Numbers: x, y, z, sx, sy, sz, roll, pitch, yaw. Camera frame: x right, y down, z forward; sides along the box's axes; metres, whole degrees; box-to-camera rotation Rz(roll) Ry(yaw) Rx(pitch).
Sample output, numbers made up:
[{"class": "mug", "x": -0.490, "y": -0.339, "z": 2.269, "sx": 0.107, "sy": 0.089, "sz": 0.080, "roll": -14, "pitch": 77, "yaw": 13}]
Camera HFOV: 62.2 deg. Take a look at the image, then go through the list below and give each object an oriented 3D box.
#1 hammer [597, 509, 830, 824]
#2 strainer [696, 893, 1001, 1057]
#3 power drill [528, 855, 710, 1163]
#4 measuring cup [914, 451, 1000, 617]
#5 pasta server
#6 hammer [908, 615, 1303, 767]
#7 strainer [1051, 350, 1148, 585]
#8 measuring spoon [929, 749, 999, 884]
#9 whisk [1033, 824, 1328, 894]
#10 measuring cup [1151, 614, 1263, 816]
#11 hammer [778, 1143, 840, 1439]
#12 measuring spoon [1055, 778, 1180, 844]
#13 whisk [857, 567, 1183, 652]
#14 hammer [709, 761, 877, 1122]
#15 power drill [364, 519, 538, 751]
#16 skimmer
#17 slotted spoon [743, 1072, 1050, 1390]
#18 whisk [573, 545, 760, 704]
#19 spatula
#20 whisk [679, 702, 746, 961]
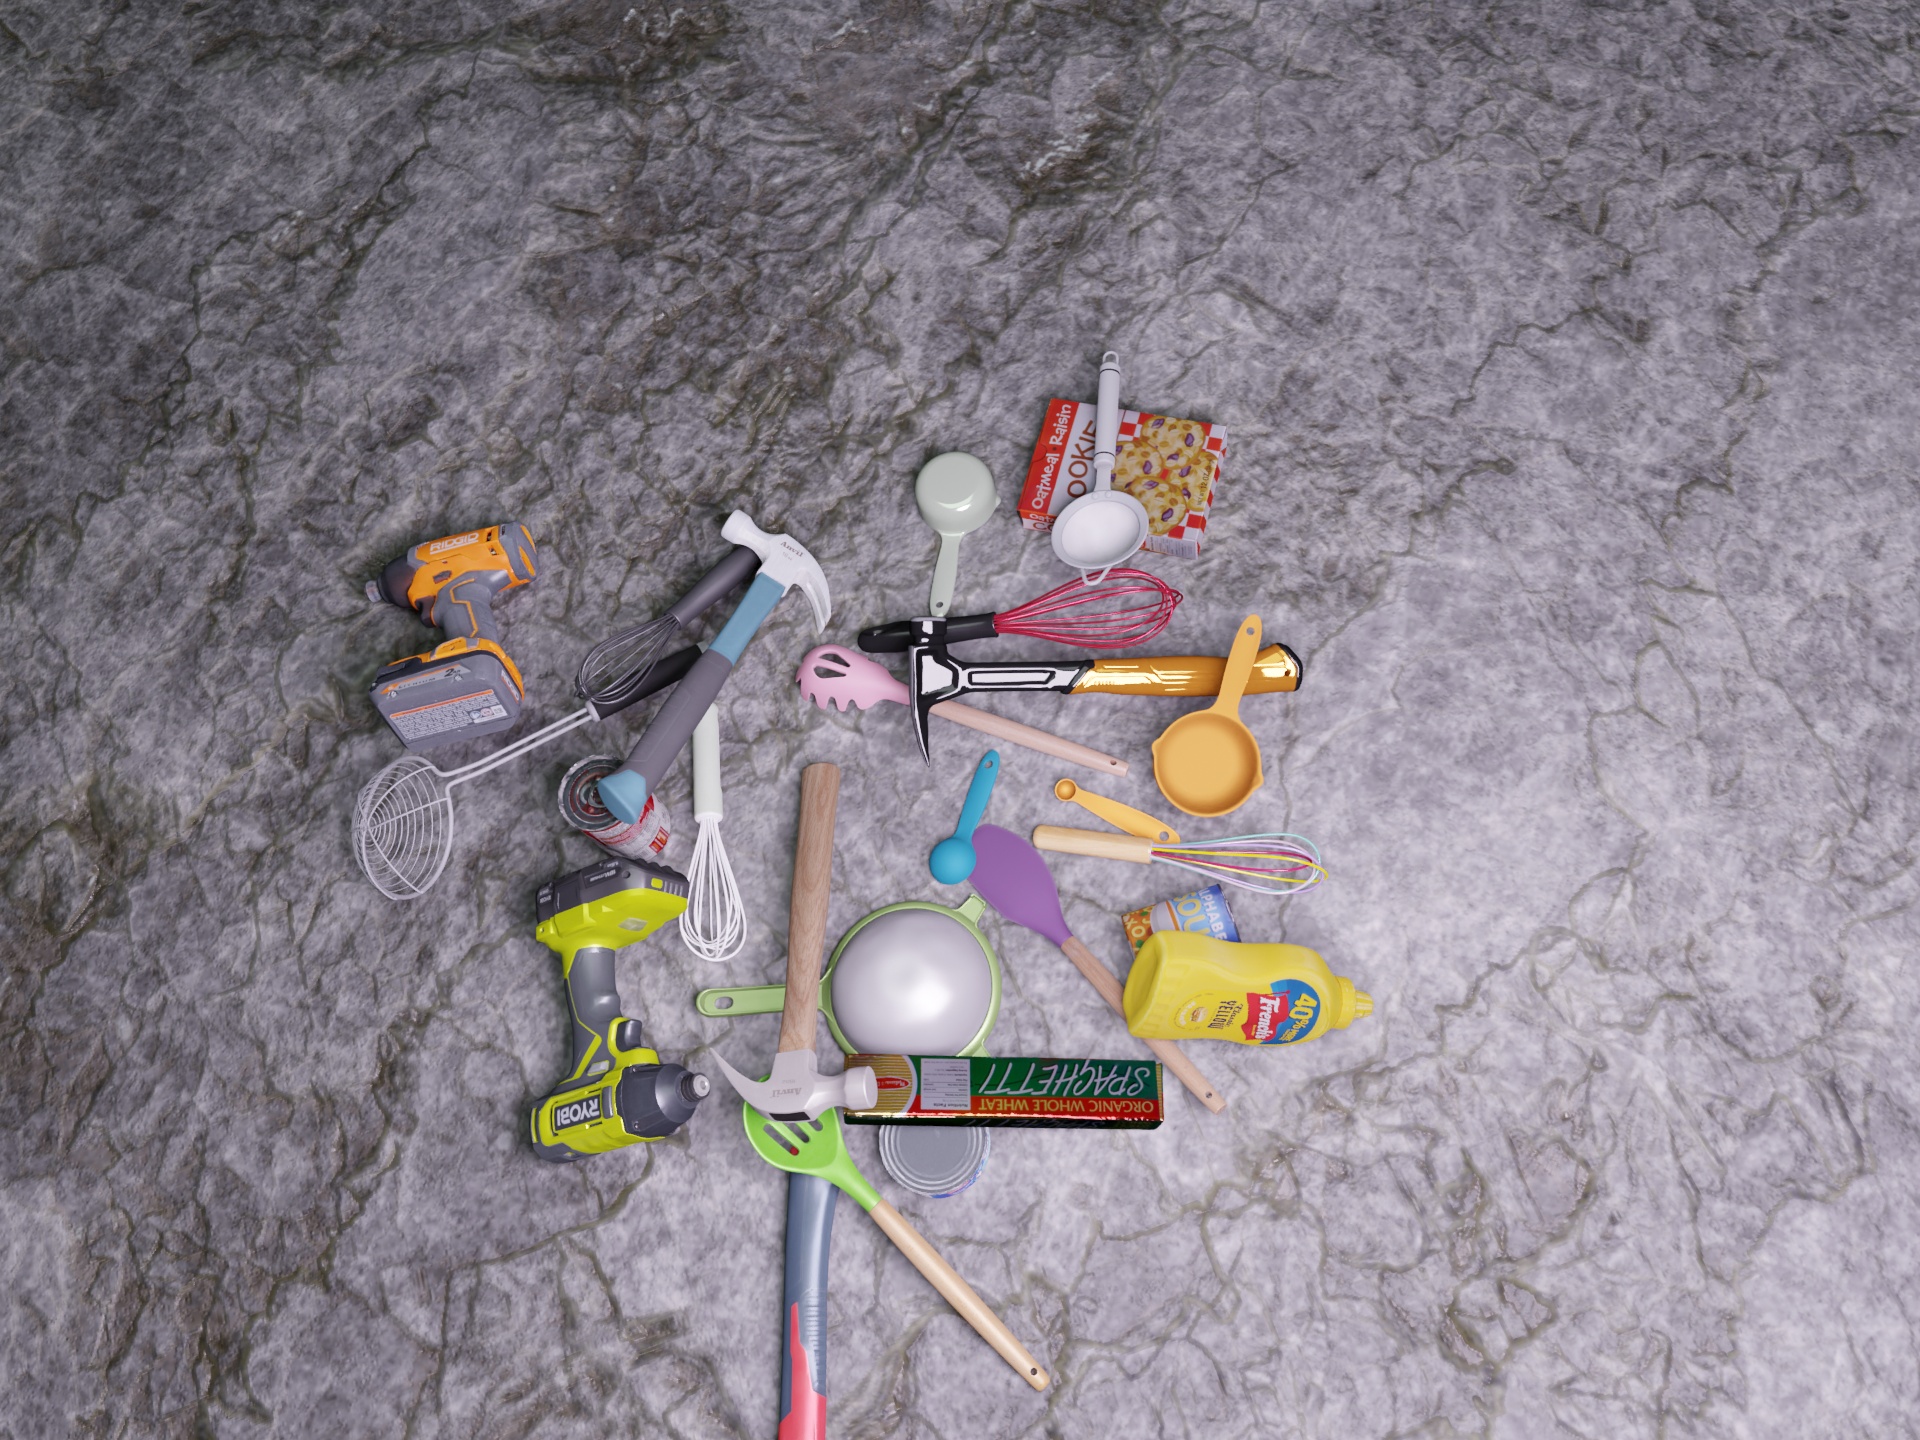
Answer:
[{"class": "hammer", "x": -0.218, "y": -0.044, "z": 1.384, "sx": 0.128, "sy": 0.033, "sz": 0.331, "roll": 31, "pitch": 53, "yaw": -4}, {"class": "strainer", "x": -0.096, "y": 0.217, "z": 1.300, "sx": 0.256, "sy": 0.069, "sz": 0.152, "roll": -5, "pitch": 67, "yaw": 5}, {"class": "power drill", "x": -0.276, "y": 0.233, "z": 1.296, "sx": 0.171, "sy": 0.080, "sz": 0.223, "roll": -22, "pitch": 63, "yaw": 29}, {"class": "measuring cup", "x": -0.012, "y": -0.174, "z": 1.466, "sx": 0.083, "sy": 0.038, "sz": 0.168, "roll": 4, "pitch": 66, "yaw": 11}, {"class": "pasta server", "x": -0.002, "y": -0.004, "z": 1.404, "sx": 0.316, "sy": 0.040, "sz": 0.060, "roll": 19, "pitch": 72, "yaw": 12}, {"class": "hammer", "x": 0.124, "y": -0.029, "z": 1.355, "sx": 0.337, "sy": 0.034, "sz": 0.127, "roll": -2, "pitch": 96, "yaw": -4}, {"class": "strainer", "x": 0.130, "y": -0.223, "z": 1.419, "sx": 0.087, "sy": 0.050, "sz": 0.259, "roll": -2, "pitch": 65, "yaw": 18}, {"class": "measuring spoon", "x": 0.005, "y": 0.079, "z": 1.364, "sx": 0.042, "sy": 0.021, "sz": 0.129, "roll": 9, "pitch": 66, "yaw": 30}, {"class": "whisk", "x": 0.179, "y": 0.108, "z": 1.314, "sx": 0.245, "sy": 0.047, "sz": 0.051, "roll": 6, "pitch": 95, "yaw": 16}, {"class": "measuring cup", "x": 0.217, "y": -0.004, "z": 1.330, "sx": 0.095, "sy": 0.052, "sz": 0.173, "roll": 18, "pitch": 87, "yaw": 4}, {"class": "hammer", "x": -0.134, "y": 0.520, "z": 1.199, "sx": 0.143, "sy": 0.038, "sz": 0.387, "roll": -5, "pitch": 67, "yaw": 9}, {"class": "measuring spoon", "x": 0.134, "y": 0.080, "z": 1.355, "sx": 0.117, "sy": 0.011, "sz": 0.021, "roll": 25, "pitch": 85, "yaw": 14}, {"class": "whisk", "x": 0.050, "y": -0.088, "z": 1.412, "sx": 0.296, "sy": 0.073, "sz": 0.073, "roll": -7, "pitch": 67, "yaw": 13}, {"class": "hammer", "x": -0.127, "y": 0.171, "z": 1.294, "sx": 0.130, "sy": 0.031, "sz": 0.332, "roll": -11, "pitch": 48, "yaw": 13}, {"class": "power drill", "x": -0.477, "y": -0.082, "z": 1.461, "sx": 0.164, "sy": 0.084, "sz": 0.227, "roll": -14, "pitch": 48, "yaw": 4}, {"class": "skimmer", "x": -0.384, "y": 0.034, "z": 1.446, "sx": 0.363, "sy": 0.090, "sz": 0.127, "roll": -29, "pitch": 63, "yaw": -14}, {"class": "slotted spoon", "x": -0.049, "y": 0.392, "z": 1.219, "sx": 0.314, "sy": 0.031, "sz": 0.070, "roll": 43, "pitch": 68, "yaw": 11}, {"class": "whisk", "x": -0.260, "y": -0.093, "z": 1.445, "sx": 0.055, "sy": 0.055, "sz": 0.239, "roll": 33, "pitch": 58, "yaw": 20}, {"class": "spatula", "x": 0.105, "y": 0.197, "z": 1.292, "sx": 0.060, "sy": 0.018, "sz": 0.316, "roll": -40, "pitch": 61, "yaw": -6}, {"class": "whisk", "x": -0.219, "y": 0.093, "z": 1.390, "sx": 0.059, "sy": 0.057, "sz": 0.247, "roll": 7, "pitch": 61, "yaw": -25}]
